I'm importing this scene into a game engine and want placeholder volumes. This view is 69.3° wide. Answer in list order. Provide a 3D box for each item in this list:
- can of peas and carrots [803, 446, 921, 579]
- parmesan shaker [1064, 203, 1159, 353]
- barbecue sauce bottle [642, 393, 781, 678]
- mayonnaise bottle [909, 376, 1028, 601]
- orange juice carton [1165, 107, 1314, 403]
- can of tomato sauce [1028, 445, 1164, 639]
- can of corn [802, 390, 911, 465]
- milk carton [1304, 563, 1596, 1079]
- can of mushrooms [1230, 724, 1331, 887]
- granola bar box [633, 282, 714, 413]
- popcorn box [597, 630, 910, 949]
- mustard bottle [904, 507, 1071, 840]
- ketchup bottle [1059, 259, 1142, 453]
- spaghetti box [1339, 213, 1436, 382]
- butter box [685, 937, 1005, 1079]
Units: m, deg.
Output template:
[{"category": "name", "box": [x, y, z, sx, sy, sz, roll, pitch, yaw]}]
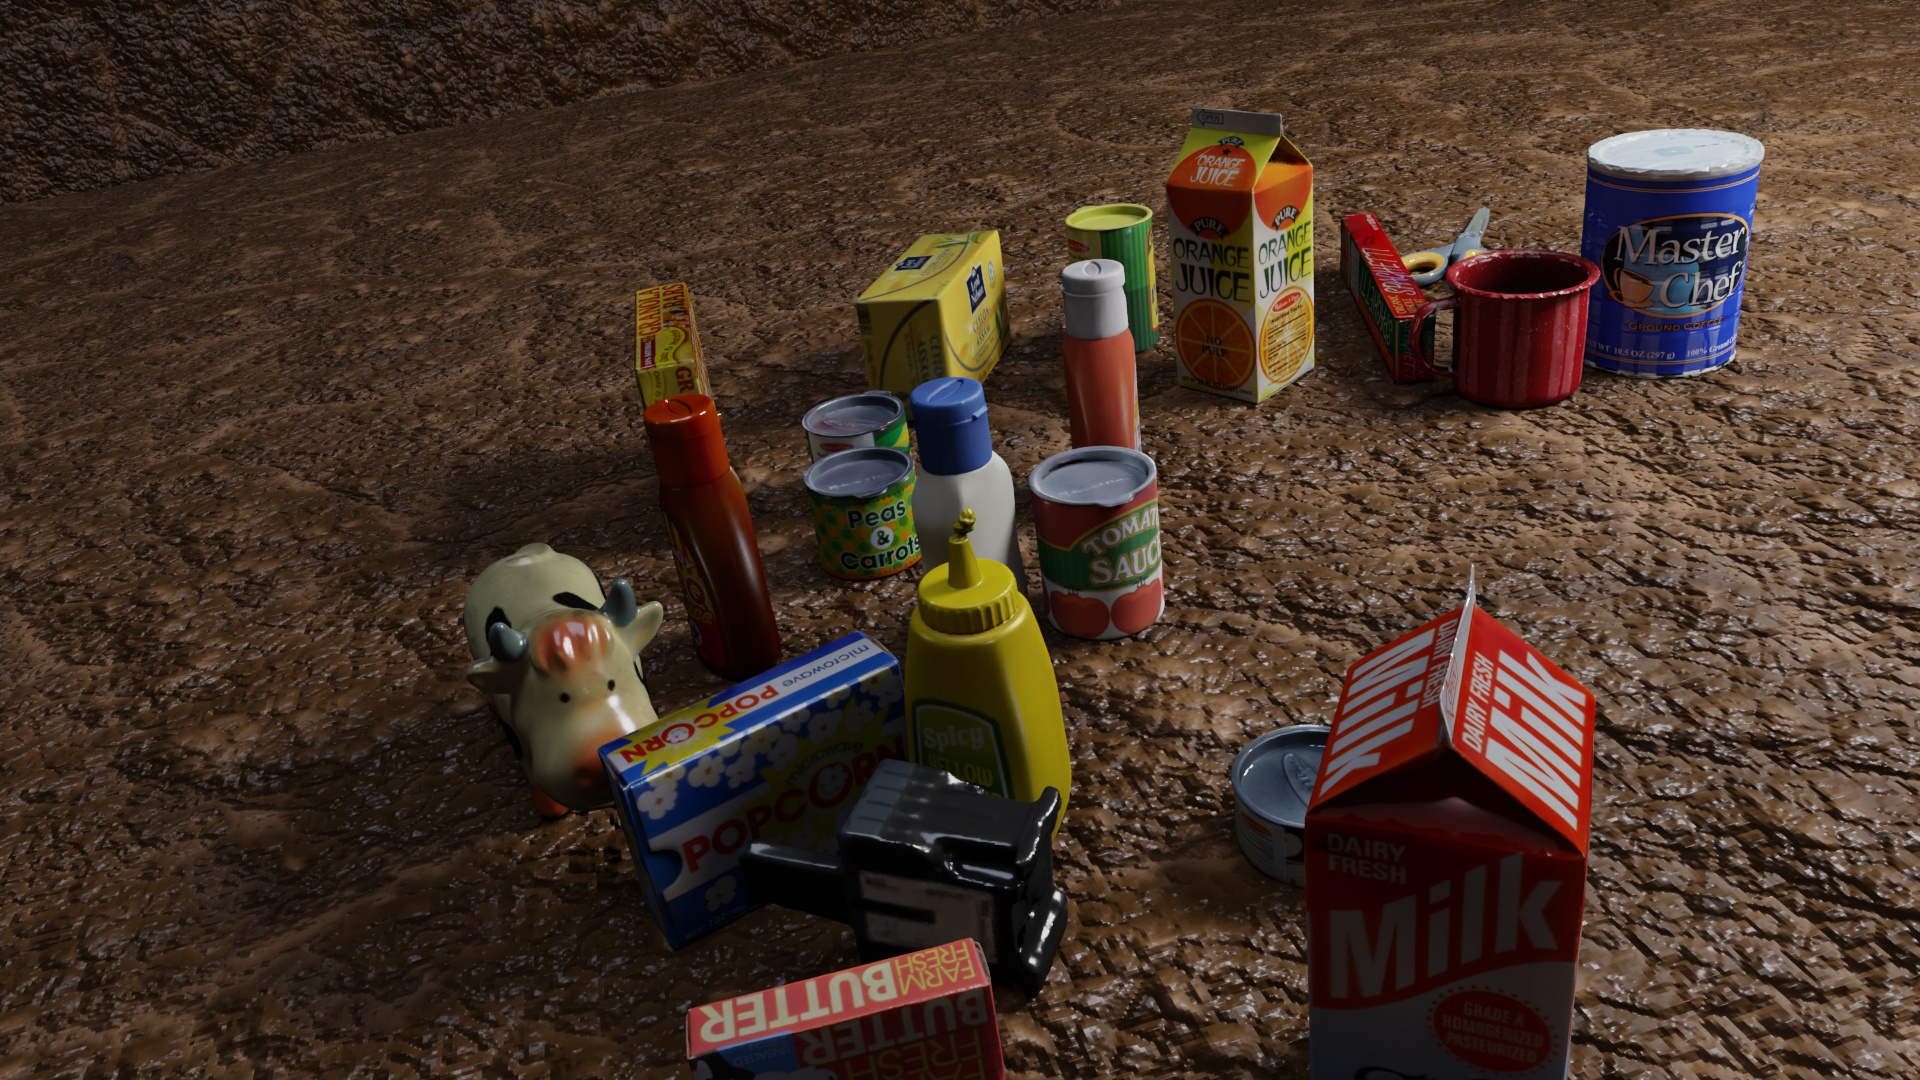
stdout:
[{"category": "can of peas and carrots", "box": [-0.055, -0.016, 0.829, 0.071, 0.058, 0.071, -7, 28, 4]}, {"category": "parmesan shaker", "box": [0.118, -0.203, 1.080, 0.071, 0.102, 0.071, -7, 28, 4]}, {"category": "barbecue sauce bottle", "box": [-0.132, -0.003, 0.731, 0.044, 0.147, 0.065, -22, 31, -24]}, {"category": "mayonnaise bottle", "box": [0.003, -0.009, 0.706, 0.041, 0.147, 0.065, 10, 33, 31]}, {"category": "orange juice carton", "box": [0.194, -0.201, 0.961, 0.072, 0.191, 0.073, 20, 39, 42]}, {"category": "can of tomato sauce", "box": [0.074, 0.002, 0.735, 0.071, 0.082, 0.071, -7, 28, 4]}, {"category": "can of corn", "box": [-0.064, -0.058, 0.909, 0.071, 0.058, 0.071, -7, 28, 4]}, {"category": "milk carton", "box": [0.145, 0.105, 0.413, 0.073, 0.189, 0.073, 5, 31, 24]}, {"category": "can of mushrooms", "box": [0.148, 0.108, 0.571, 0.071, 0.033, 0.071, -6, 28, 4]}, {"category": "granola bar box", "box": [-0.186, -0.088, 0.928, 0.039, 0.123, 0.166, -12, 28, -7]}, {"category": "popcorn box", "box": [-0.080, 0.103, 0.588, 0.127, 0.084, 0.038, -23, 31, -26]}, {"category": "mustard bottle", "box": [0.007, 0.059, 0.567, 0.065, 0.159, 0.049, 8, 32, 28]}, {"category": "ketchup bottle", "box": [0.085, -0.093, 0.839, 0.043, 0.148, 0.065, -7, 28, 3]}, {"category": "spaghetti box", "box": [0.321, -0.190, 1.057, 0.029, 0.050, 0.251, -4, 28, 8]}, {"category": "butter box", "box": [-0.038, 0.175, 0.478, 0.104, 0.053, 0.024, -12, 28, -7]}]
